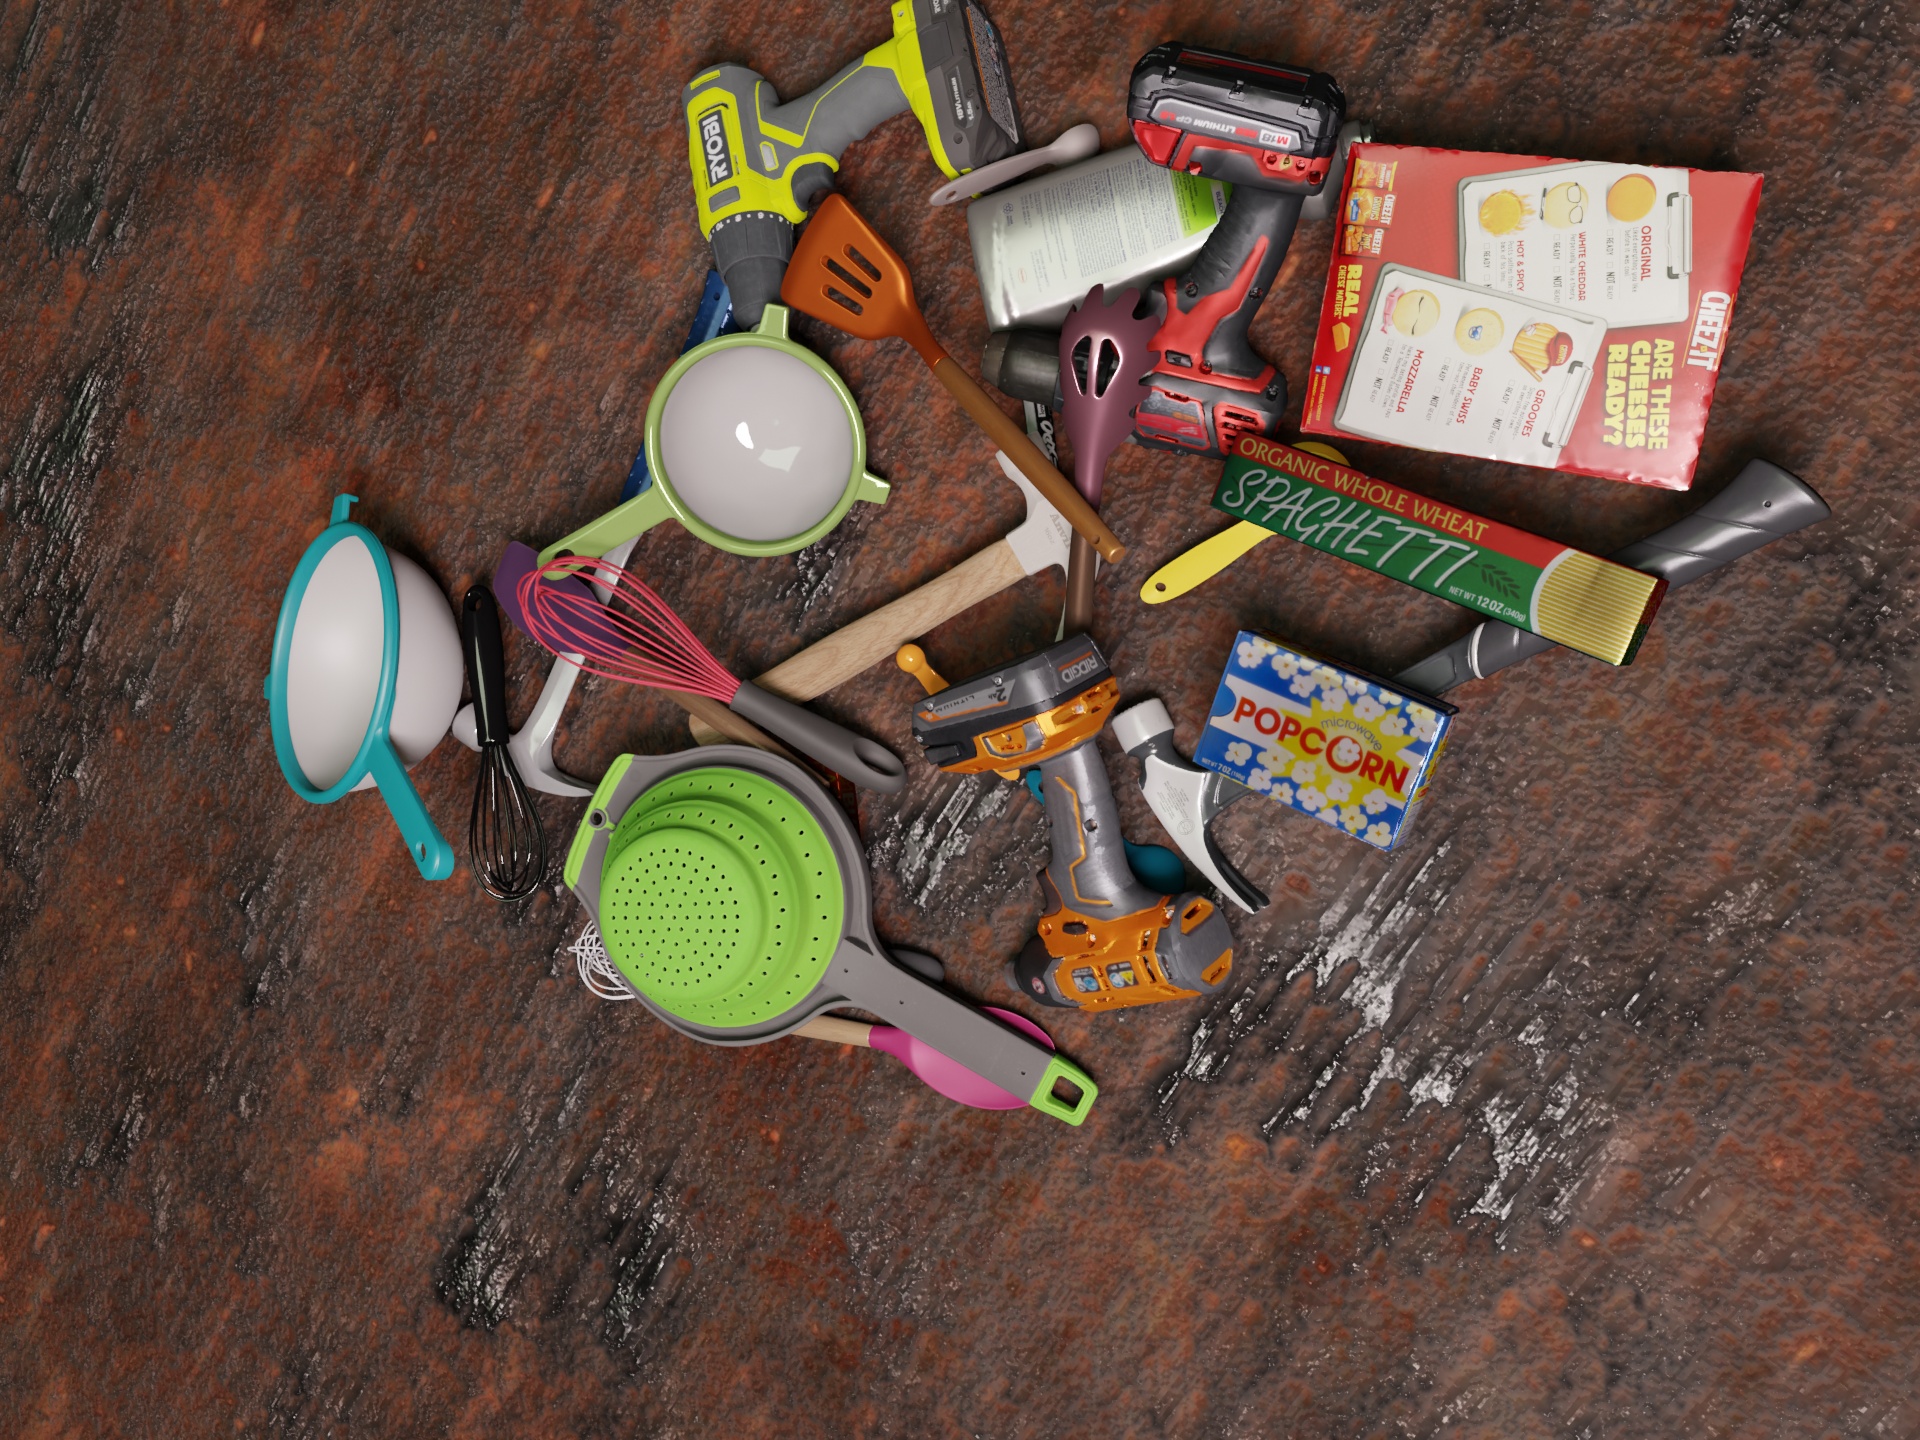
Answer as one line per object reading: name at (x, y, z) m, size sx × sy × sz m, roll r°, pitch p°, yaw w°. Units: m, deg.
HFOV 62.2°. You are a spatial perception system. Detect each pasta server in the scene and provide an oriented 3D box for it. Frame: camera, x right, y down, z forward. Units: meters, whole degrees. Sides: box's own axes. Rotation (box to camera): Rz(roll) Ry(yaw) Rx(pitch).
pasta server at (0.077, -0.102, 0.967) m, size 0.060 × 0.040 × 0.316 m, roll 13°, pitch 121°, yaw 18°

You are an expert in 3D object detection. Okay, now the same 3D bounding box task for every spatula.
spatula at (-0.217, -0.032, 1.125) m, size 0.316 × 0.018 × 0.059 m, roll 32°, pitch 107°, yaw 20°
spatula at (-0.004, -0.203, 0.969) m, size 0.323 × 0.041 × 0.081 m, roll 52°, pitch 122°, yaw 30°

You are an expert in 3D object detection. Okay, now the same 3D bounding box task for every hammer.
hammer at (0.279, -0.025, 0.901) m, size 0.409 × 0.036 × 0.149 m, roll -31°, pitch 80°, yaw 30°
hammer at (-0.242, -0.131, 1.165) m, size 0.144 × 0.035 × 0.405 m, roll 31°, pitch 102°, yaw 21°
hammer at (-0.052, -0.057, 1.072) m, size 0.331 × 0.031 × 0.130 m, roll -28°, pitch 94°, yaw 25°

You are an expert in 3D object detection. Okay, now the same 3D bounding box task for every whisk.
whisk at (-0.339, 0.015, 1.165) m, size 0.055 × 0.055 × 0.239 m, roll -14°, pitch 79°, yaw 23°
whisk at (-0.147, 0.169, 1.111) m, size 0.284 × 0.070 × 0.070 m, roll 0°, pitch 90°, yaw 19°
whisk at (-0.166, -0.028, 1.072) m, size 0.296 × 0.073 × 0.073 m, roll 29°, pitch 102°, yaw 2°

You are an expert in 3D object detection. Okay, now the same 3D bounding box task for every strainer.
strainer at (-0.407, -0.001, 1.174) m, size 0.341 × 0.095 × 0.211 m, roll 49°, pitch 118°, yaw 36°
strainer at (-0.181, -0.170, 1.107) m, size 0.256 × 0.069 × 0.151 m, roll -27°, pitch 106°, yaw 15°

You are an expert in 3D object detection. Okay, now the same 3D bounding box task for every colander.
colander at (-0.097, 0.158, 1.023) m, size 0.397 × 0.094 × 0.204 m, roll 28°, pitch 100°, yaw 11°

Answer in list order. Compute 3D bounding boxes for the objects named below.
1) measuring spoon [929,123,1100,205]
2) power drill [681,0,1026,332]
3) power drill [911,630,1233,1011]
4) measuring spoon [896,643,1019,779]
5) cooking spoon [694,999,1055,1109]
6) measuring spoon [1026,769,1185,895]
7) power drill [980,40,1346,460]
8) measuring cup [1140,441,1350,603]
measuring spoon at (0.037, -0.347, 1.012) m, size 0.124 × 0.034 × 0.018 m, roll -25°, pitch 74°, yaw -15°
power drill at (-0.077, -0.374, 1.065) m, size 0.228 × 0.080 × 0.191 m, roll -16°, pitch 78°, yaw 24°
power drill at (0.057, 0.075, 0.986) m, size 0.164 × 0.084 × 0.226 m, roll -20°, pitch 95°, yaw 43°
measuring spoon at (-0.002, -0.003, 1.048) m, size 0.021 × 0.011 × 0.117 m, roll -37°, pitch 98°, yaw 30°
cooking spoon at (-0.083, 0.214, 1.103) m, size 0.319 × 0.017 × 0.069 m, roll 5°, pitch 95°, yaw 23°
measuring spoon at (0.089, 0.074, 1.024) m, size 0.129 × 0.021 × 0.042 m, roll 40°, pitch 105°, yaw 17°
power drill at (0.116, -0.268, 0.929) m, size 0.188 × 0.080 × 0.226 m, roll 15°, pitch 125°, yaw 7°
measuring cup at (0.175, -0.119, 0.986) m, size 0.156 × 0.029 × 0.062 m, roll -32°, pitch 107°, yaw 34°
